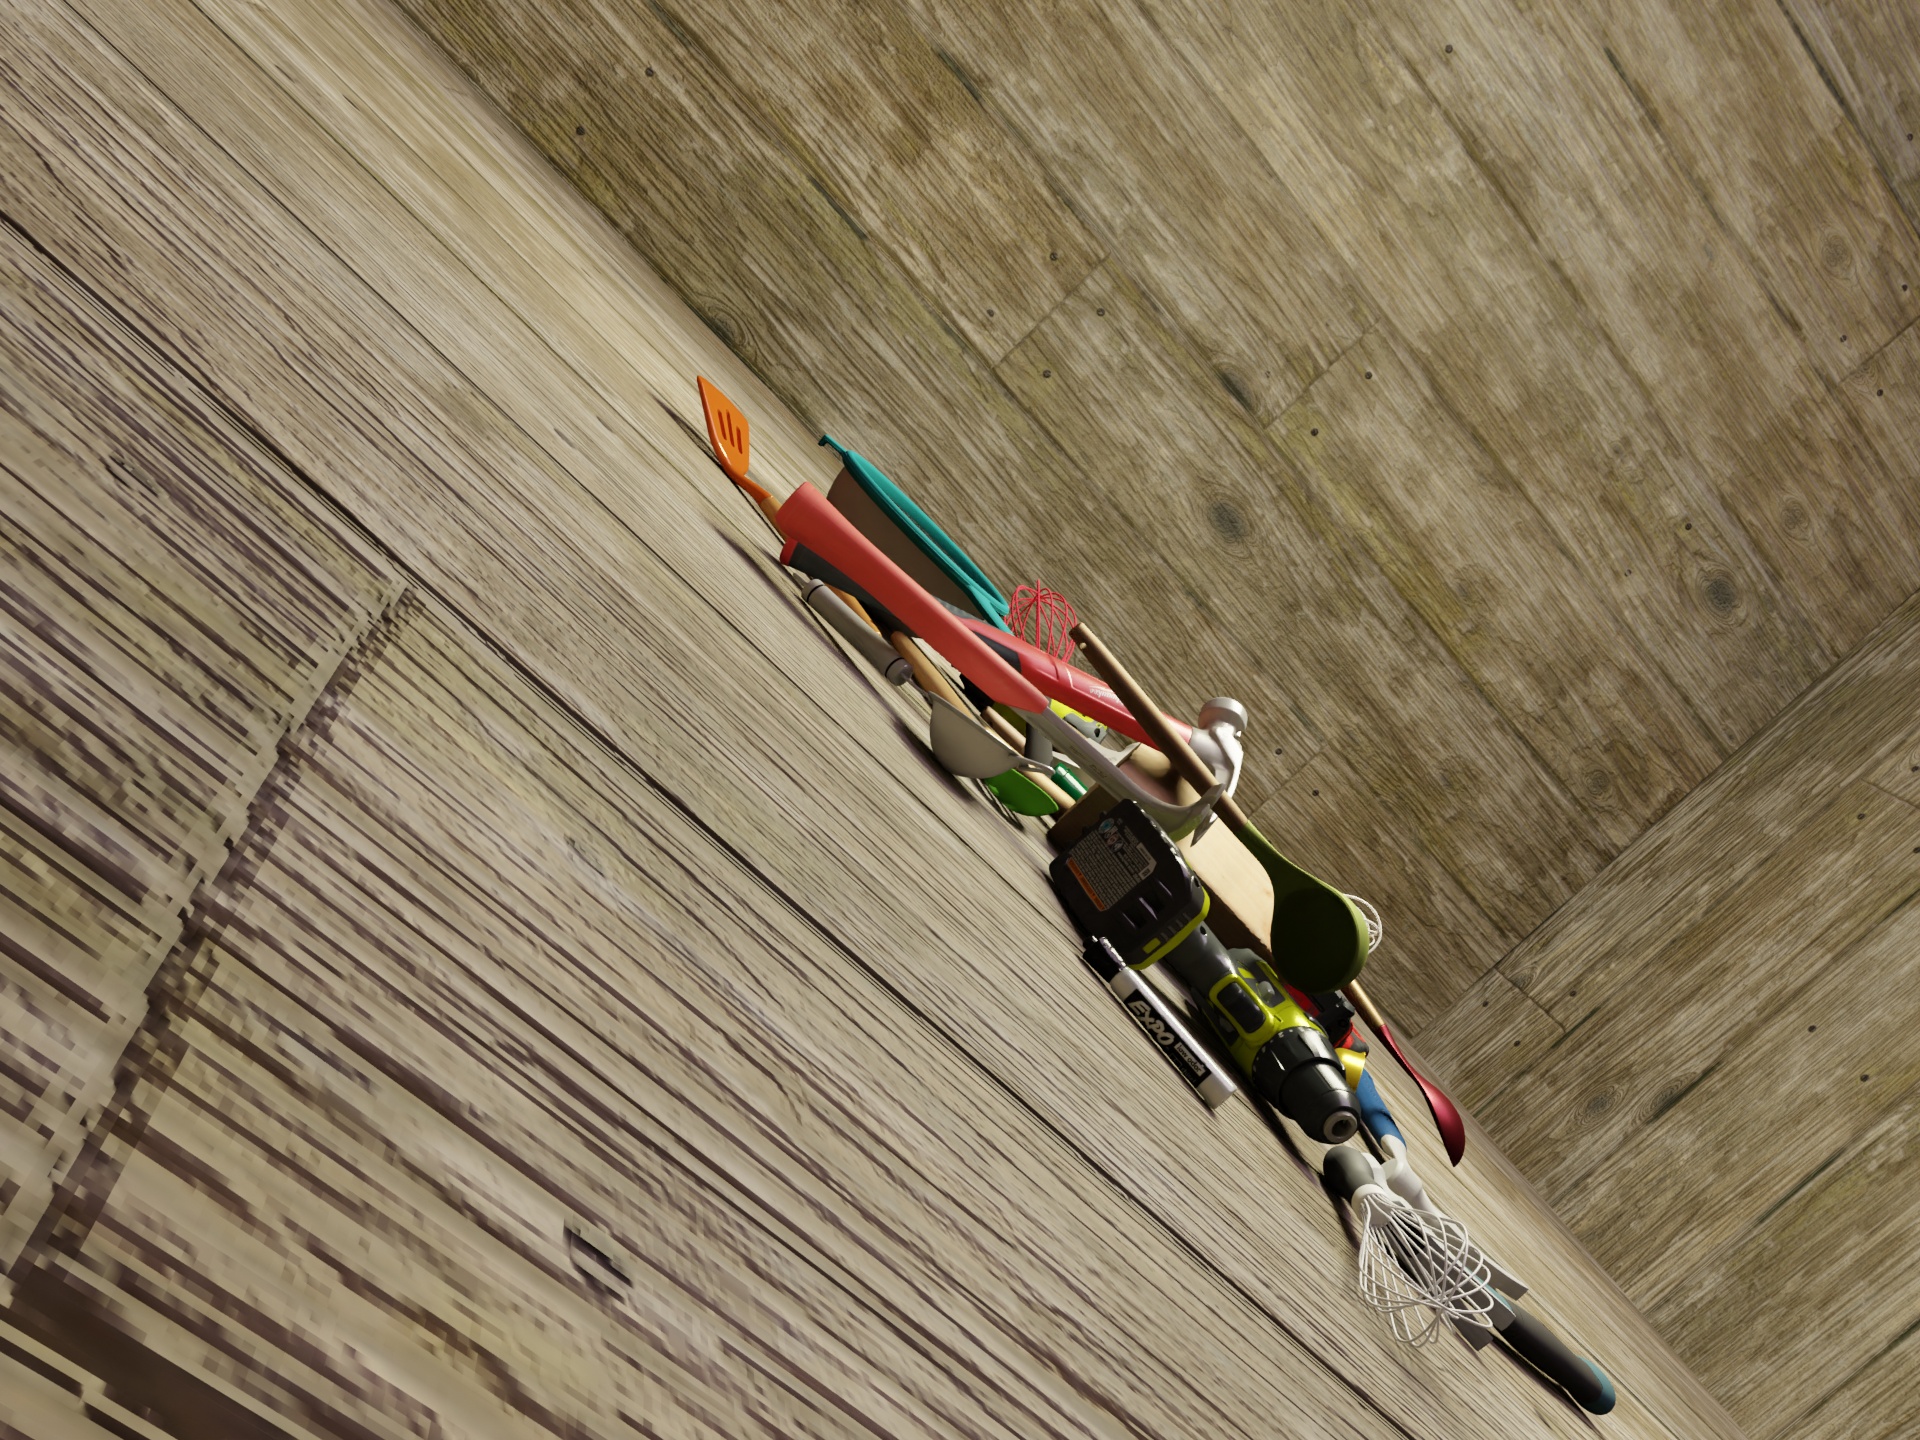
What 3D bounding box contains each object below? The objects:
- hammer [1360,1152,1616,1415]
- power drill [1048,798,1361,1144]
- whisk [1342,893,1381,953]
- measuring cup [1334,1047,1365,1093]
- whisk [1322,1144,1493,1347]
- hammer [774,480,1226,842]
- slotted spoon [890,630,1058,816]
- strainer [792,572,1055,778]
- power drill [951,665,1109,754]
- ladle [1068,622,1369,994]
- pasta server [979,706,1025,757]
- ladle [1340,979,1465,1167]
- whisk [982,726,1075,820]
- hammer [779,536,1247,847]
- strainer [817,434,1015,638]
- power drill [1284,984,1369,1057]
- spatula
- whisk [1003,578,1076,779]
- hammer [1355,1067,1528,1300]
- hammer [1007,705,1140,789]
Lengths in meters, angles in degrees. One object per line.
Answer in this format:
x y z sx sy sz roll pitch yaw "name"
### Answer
0.380 0.416 1.114 0.330 0.033 0.128 42 6 -35 "hammer"
0.171 0.173 1.067 0.228 0.080 0.191 47 4 -24 "power drill"
0.263 0.164 1.449 0.246 0.059 0.057 15 -17 2 "whisk"
0.314 0.309 1.356 0.029 0.062 0.156 20 -12 9 "measuring cup"
0.248 0.293 0.926 0.070 0.070 0.284 47 2 3 "whisk"
0.019 -0.039 1.107 0.359 0.037 0.149 41 -23 -3 "hammer"
-0.002 -0.004 1.275 0.070 0.031 0.314 43 5 -34 "slotted spoon"
-0.038 -0.027 1.108 0.259 0.050 0.086 43 -1 27 "strainer"
0.079 -0.020 1.679 0.171 0.080 0.223 35 8 8 "power drill"
0.177 0.062 1.127 0.320 0.078 0.062 50 42 -6 "ladle"
0.139 0.094 1.561 0.316 0.060 0.040 43 40 -6 "pasta server"
0.366 0.260 1.451 0.316 0.031 0.069 58 2 26 "ladle"
0.102 0.092 1.317 0.245 0.051 0.047 41 -38 -9 "whisk"
0.036 -0.039 1.208 0.386 0.038 0.143 26 43 -3 "hammer"
-0.031 -0.105 1.431 0.210 0.095 0.341 37 13 -48 "strainer"
0.297 0.253 1.432 0.143 0.078 0.219 50 4 24 "power drill"
-0.145 -0.175 1.341 0.323 0.041 0.081 51 7 33 "spatula"
0.072 -0.031 1.444 0.073 0.073 0.296 43 30 -28 "whisk"
0.375 0.373 1.358 0.144 0.035 0.405 46 6 0 "hammer"
0.033 -0.038 1.528 0.130 0.031 0.332 -13 43 -43 "hammer"
